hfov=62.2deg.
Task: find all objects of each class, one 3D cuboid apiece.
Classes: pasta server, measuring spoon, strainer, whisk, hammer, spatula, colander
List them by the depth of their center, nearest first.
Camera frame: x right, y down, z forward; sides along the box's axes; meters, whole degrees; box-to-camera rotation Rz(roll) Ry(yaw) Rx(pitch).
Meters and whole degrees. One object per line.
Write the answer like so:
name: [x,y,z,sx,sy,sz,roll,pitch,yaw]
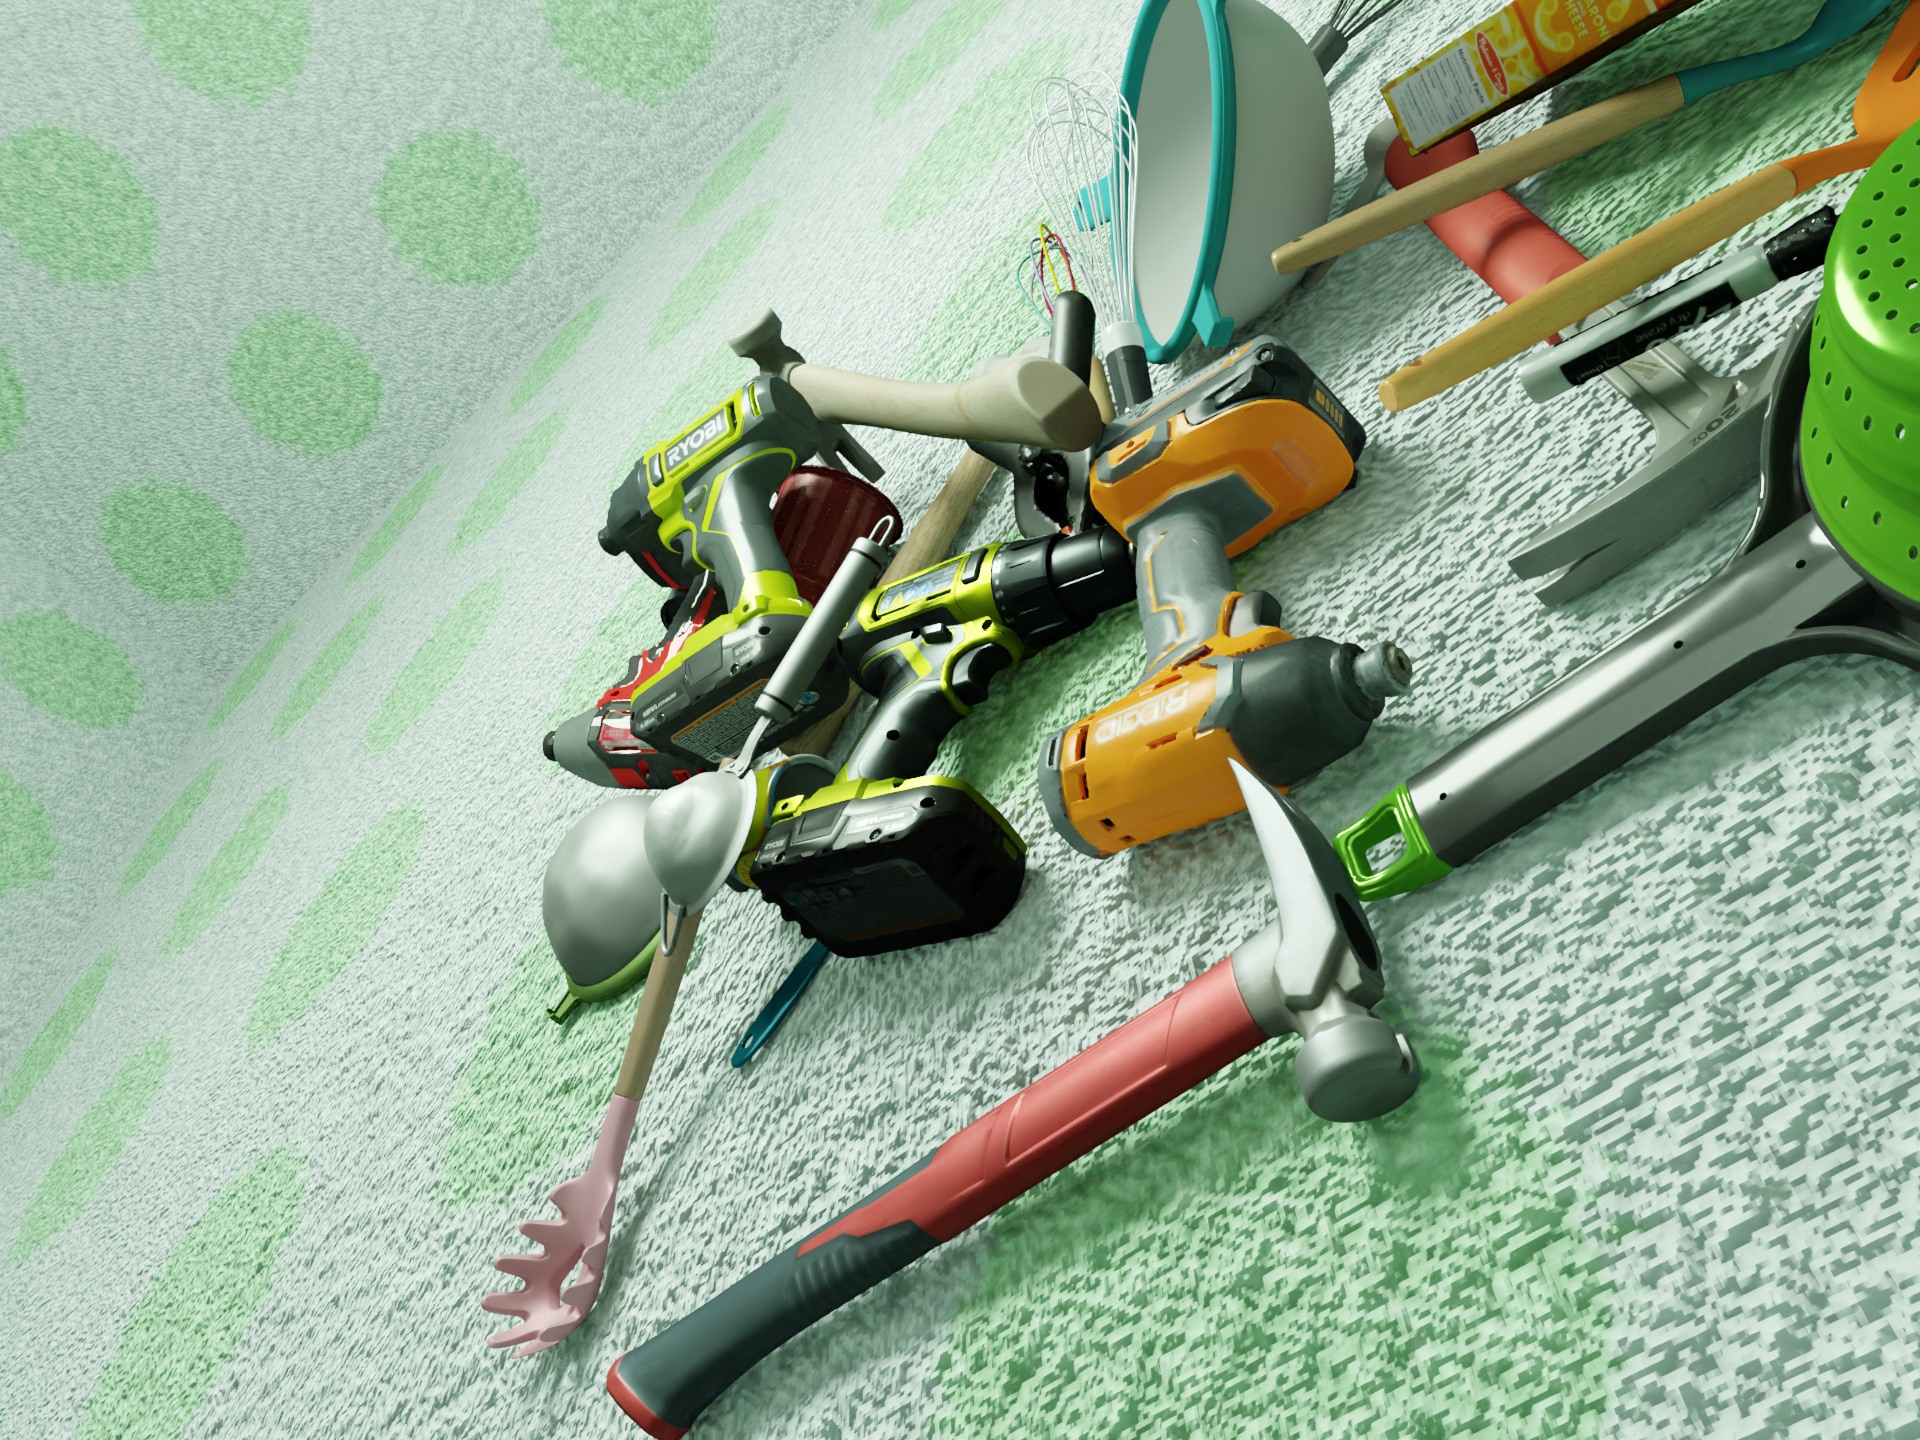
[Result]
colander: [0.251,-0.069,0.466,0.397,0.094,0.205,-39,39,28]
spatula: [0.284,-0.198,0.589,0.322,0.041,0.081,-30,29,-12]
hammer: [-0.006,0.170,0.625,0.386,0.038,0.143,-39,38,24]
spatula: [0.285,-0.276,0.698,0.317,0.044,0.082,-21,23,18]
hammer: [0.250,-0.190,0.706,0.149,0.036,0.359,-40,30,20]
pasta server: [-0.170,0.167,0.825,0.060,0.040,0.316,4,71,42]
strainer: [-0.104,-0.001,0.828,0.087,0.050,0.258,14,70,59]
measuring spoon: [-0.086,0.124,0.833,0.128,0.021,0.042,-54,27,-11]
whisk: [0.083,-0.237,0.879,0.070,0.070,0.285,-24,67,41]
measuring spoon: [0.220,-0.295,0.898,0.034,0.018,0.124,9,64,59]
hammer: [-0.026,-0.179,0.943,0.038,0.146,0.411,-43,26,-10]
strainer: [0.144,-0.320,0.951,0.340,0.095,0.211,-123,33,-76]
whisk: [0.071,-0.233,0.984,0.051,0.047,0.245,-5,49,-3]
strainer: [-0.188,0.077,0.993,0.256,0.069,0.152,-33,32,33]
hammer: [-0.018,-0.114,1.019,0.130,0.031,0.331,3,58,58]
whisk: [0.240,-0.437,1.019,0.239,0.055,0.055,-51,27,8]

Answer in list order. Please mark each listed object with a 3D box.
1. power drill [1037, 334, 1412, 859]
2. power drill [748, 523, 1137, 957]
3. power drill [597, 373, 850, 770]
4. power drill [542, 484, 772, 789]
power drill: [0.121,-0.059,0.693,0.164,0.084,0.227,-24,41,39]
power drill: [-0.001,-0.003,0.807,0.190,0.080,0.229,-16,40,36]
power drill: [-0.154,-0.088,0.994,0.171,0.080,0.223,-30,55,24]
power drill: [-0.204,-0.055,1.096,0.143,0.078,0.220,-1,64,21]
